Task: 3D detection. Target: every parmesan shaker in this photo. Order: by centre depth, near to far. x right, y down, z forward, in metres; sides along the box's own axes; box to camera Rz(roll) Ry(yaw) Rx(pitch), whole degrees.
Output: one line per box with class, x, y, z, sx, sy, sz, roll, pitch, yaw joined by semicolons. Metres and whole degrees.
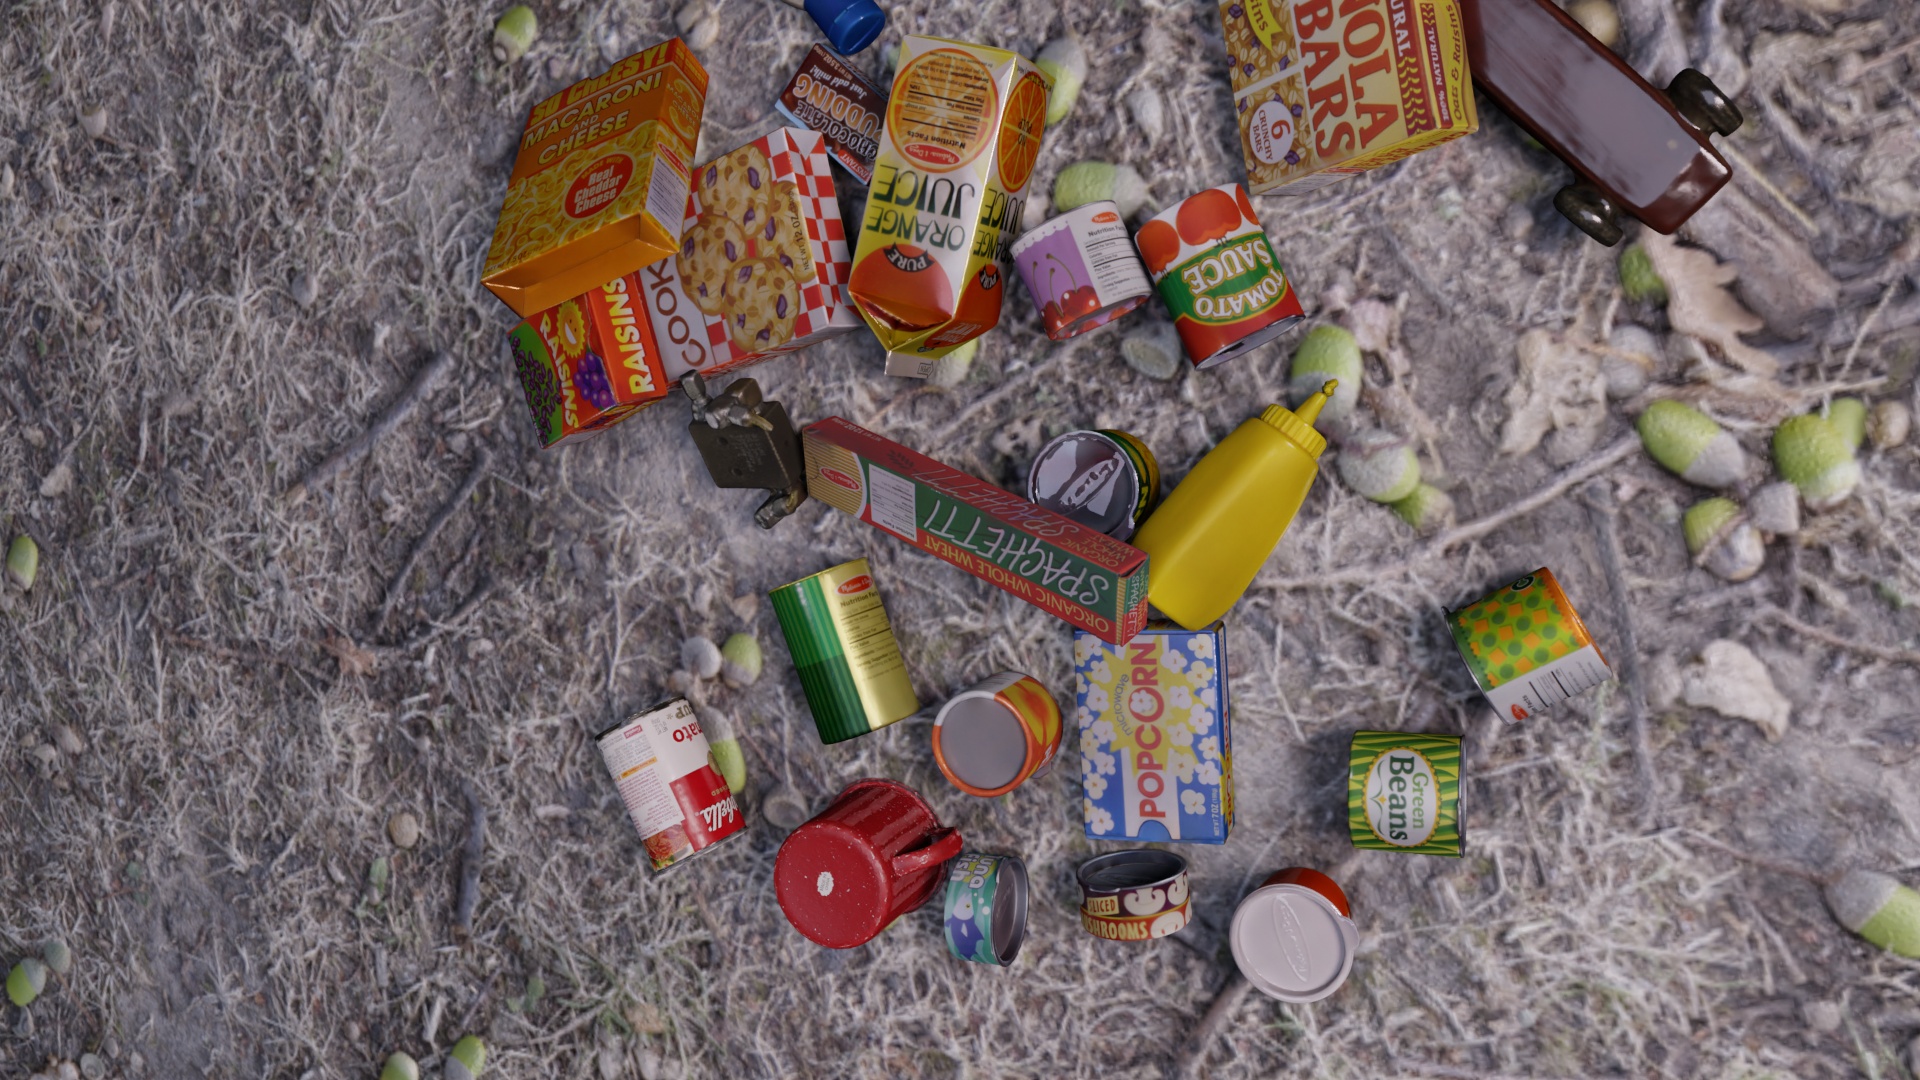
parmesan shaker;-0.075;0.070;0.873;0.071;0.071;0.103;-20;88;22

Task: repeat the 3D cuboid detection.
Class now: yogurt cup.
yogurt cup;0.192;0.221;0.792;0.072;0.054;0.072;2;97;22

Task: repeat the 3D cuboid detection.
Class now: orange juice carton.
orange juice carton;-0.009;-0.190;0.820;0.073;0.072;0.192;17;101;19

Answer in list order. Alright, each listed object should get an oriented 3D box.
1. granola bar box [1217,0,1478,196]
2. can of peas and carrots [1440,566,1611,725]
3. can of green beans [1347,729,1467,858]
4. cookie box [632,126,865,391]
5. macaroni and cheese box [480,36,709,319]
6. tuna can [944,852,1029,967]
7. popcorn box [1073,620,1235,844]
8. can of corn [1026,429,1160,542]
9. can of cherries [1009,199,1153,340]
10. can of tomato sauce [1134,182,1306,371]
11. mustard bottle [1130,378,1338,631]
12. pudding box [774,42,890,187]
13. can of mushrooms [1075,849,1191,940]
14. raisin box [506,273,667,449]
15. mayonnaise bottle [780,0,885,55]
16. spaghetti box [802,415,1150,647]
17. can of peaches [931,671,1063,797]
granola bar box;0.192;-0.275;0.716;0.124;0.039;0.165;-7;94;56
can of peas and carrots;0.296;0.053;0.728;0.058;0.071;0.071;-31;84;21
can of green beans;0.244;0.137;0.756;0.058;0.071;0.071;0;96;22
cookie box;-0.148;-0.172;0.877;0.167;0.040;0.123;-13;90;34
macaroni and cheese box;-0.225;-0.230;0.869;0.123;0.040;0.167;-16;52;22
tuna can;0.016;0.224;0.855;0.033;0.071;0.071;1;96;22
popcorn box;0.115;0.111;0.820;0.085;0.038;0.126;-2;95;21
can of corn;0.080;-0.030;0.808;0.071;0.058;0.071;2;96;21
can of cherries;0.068;-0.153;0.798;0.071;0.071;0.058;-24;88;22
can of tomato sauce;0.143;-0.145;0.765;0.071;0.071;0.083;-26;85;22
mustard bottle;0.159;-0.026;0.776;0.160;0.065;0.049;-52;33;4
pudding box;-0.068;-0.261;0.858;0.084;0.030;0.049;44;110;12
can of mushrooms;0.101;0.209;0.818;0.071;0.071;0.033;-4;96;22
raisin box;-0.247;-0.117;0.912;0.123;0.040;0.086;-16;89;49
mayonnaise bottle;-0.104;-0.366;0.857;0.064;0.041;0.148;-40;82;21
spaghetti box;0.003;-0.010;0.811;0.250;0.029;0.050;25;131;35
can of peaches;0.024;0.120;0.846;0.071;0.058;0.071;2;96;22
